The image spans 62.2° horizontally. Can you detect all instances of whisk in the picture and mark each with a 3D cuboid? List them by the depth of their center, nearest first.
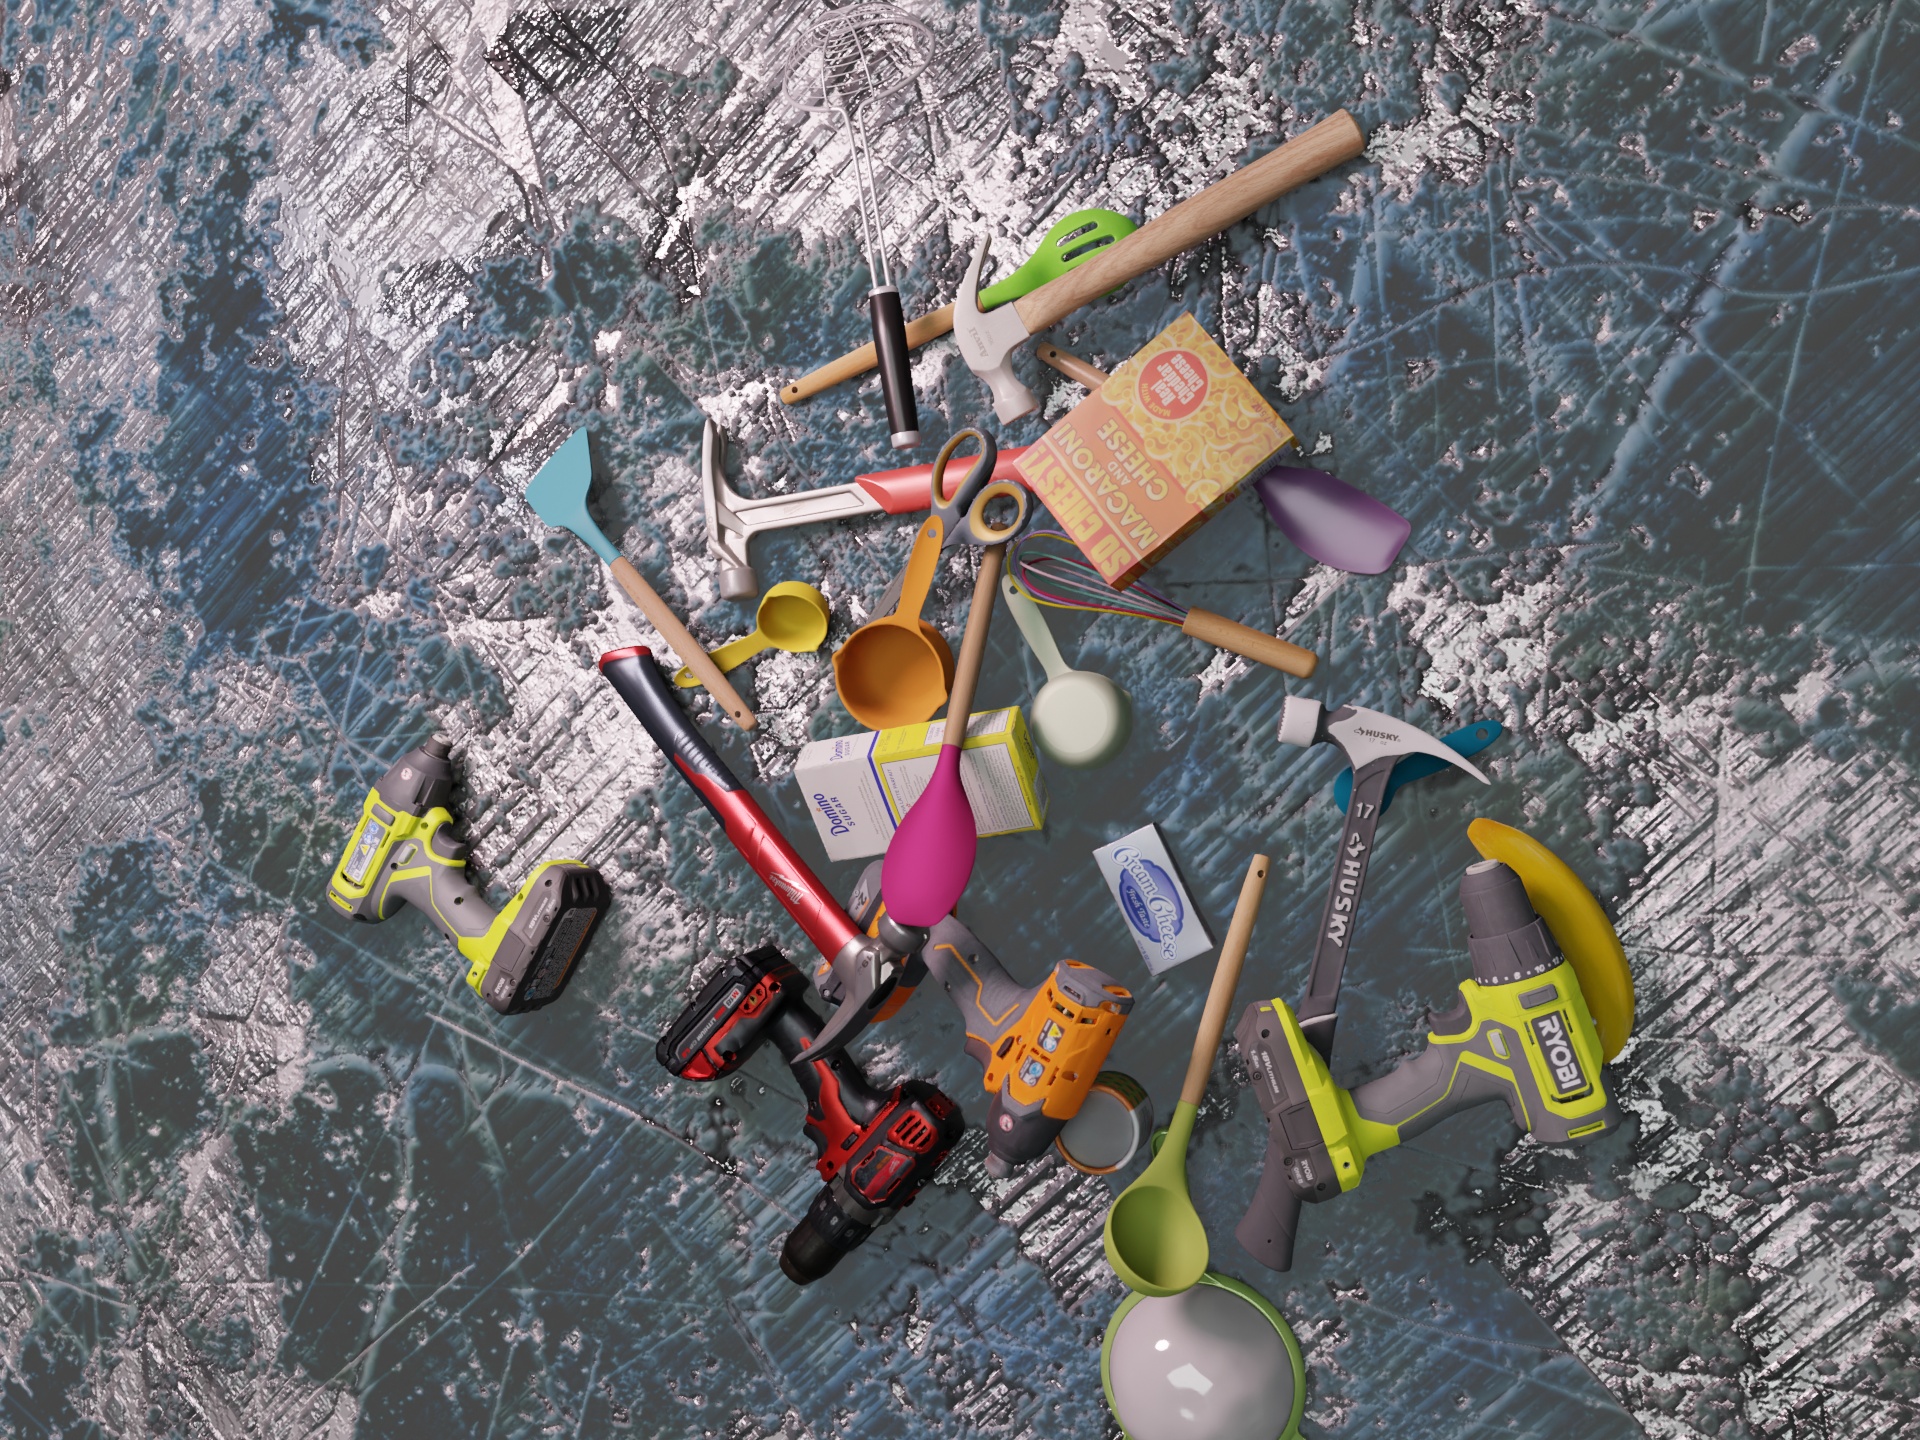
[{"bbox_3d":[0.148,-0.080,1.189,0.245,0.051,0.047,22,60,12],"label":"whisk"}]

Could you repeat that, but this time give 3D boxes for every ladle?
[{"bbox_3d":[0.175,0.249,1.135,0.078,0.062,0.320,20,81,-9],"label":"ladle"}]

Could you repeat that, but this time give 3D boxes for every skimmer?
[{"bbox_3d":[-0.061,-0.391,1.253,0.127,0.090,0.363,-9,89,12],"label":"skimmer"}]

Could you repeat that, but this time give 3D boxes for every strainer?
[{"bbox_3d":[0.162,0.428,1.147,0.151,0.069,0.256,-9,87,16],"label":"strainer"}]

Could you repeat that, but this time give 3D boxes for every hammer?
[{"bbox_3d":[0.263,0.195,1.133,0.149,0.036,0.409,12,95,7],"label":"hammer"},{"bbox_3d":[0.144,-0.358,1.184,0.331,0.031,0.130,-29,96,6],"label":"hammer"},{"bbox_3d":[-0.181,0.085,1.235,0.387,0.038,0.143,47,109,29],"label":"hammer"},{"bbox_3d":[-0.034,-0.192,1.252,0.359,0.036,0.149,-7,86,17],"label":"hammer"}]

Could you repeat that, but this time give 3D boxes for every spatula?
[{"bbox_3d":[0.188,-0.203,1.193,0.316,0.018,0.060,34,97,15],"label":"spatula"},{"bbox_3d":[-0.259,-0.111,1.304,0.082,0.044,0.318,-44,74,14],"label":"spatula"}]

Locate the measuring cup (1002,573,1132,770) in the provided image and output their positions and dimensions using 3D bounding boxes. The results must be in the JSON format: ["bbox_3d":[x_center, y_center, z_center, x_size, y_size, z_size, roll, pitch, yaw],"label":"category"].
[{"bbox_3d":[0.069,-0.040,1.211,0.083,0.038,0.168,-29,82,14],"label":"measuring cup"}]

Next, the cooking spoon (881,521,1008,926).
[{"bbox_3d":[-0.002,-0.004,1.162,0.069,0.017,0.319,3,67,22],"label":"cooking spoon"}]

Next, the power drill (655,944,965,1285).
[{"bbox_3d":[-0.130,0.308,1.241,0.227,0.080,0.188,42,100,11],"label":"power drill"}]

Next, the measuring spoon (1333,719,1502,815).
[{"bbox_3d":[0.327,0.032,1.138,0.128,0.021,0.042,-29,80,16],"label":"measuring spoon"}]

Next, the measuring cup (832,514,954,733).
[{"bbox_3d":[-0.036,-0.077,1.221,0.095,0.052,0.173,20,106,10],"label":"measuring cup"}]

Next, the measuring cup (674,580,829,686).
[{"bbox_3d":[-0.172,-0.067,1.292,0.156,0.029,0.062,-24,121,28],"label":"measuring cup"}]

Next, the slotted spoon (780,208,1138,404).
[{"bbox_3d":[-0.005,-0.318,1.253,0.314,0.031,0.070,-22,86,16],"label":"slotted spoon"}]

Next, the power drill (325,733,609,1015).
[{"bbox_3d":[-0.414,0.129,1.334,0.223,0.080,0.171,31,97,19],"label":"power drill"}]

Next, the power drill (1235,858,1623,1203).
[{"bbox_3d":[0.308,0.214,1.075,0.228,0.080,0.190,-20,87,5],"label":"power drill"}]

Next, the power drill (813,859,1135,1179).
[{"bbox_3d":[0.001,0.218,1.172,0.227,0.084,0.164,30,97,32],"label":"power drill"}]
